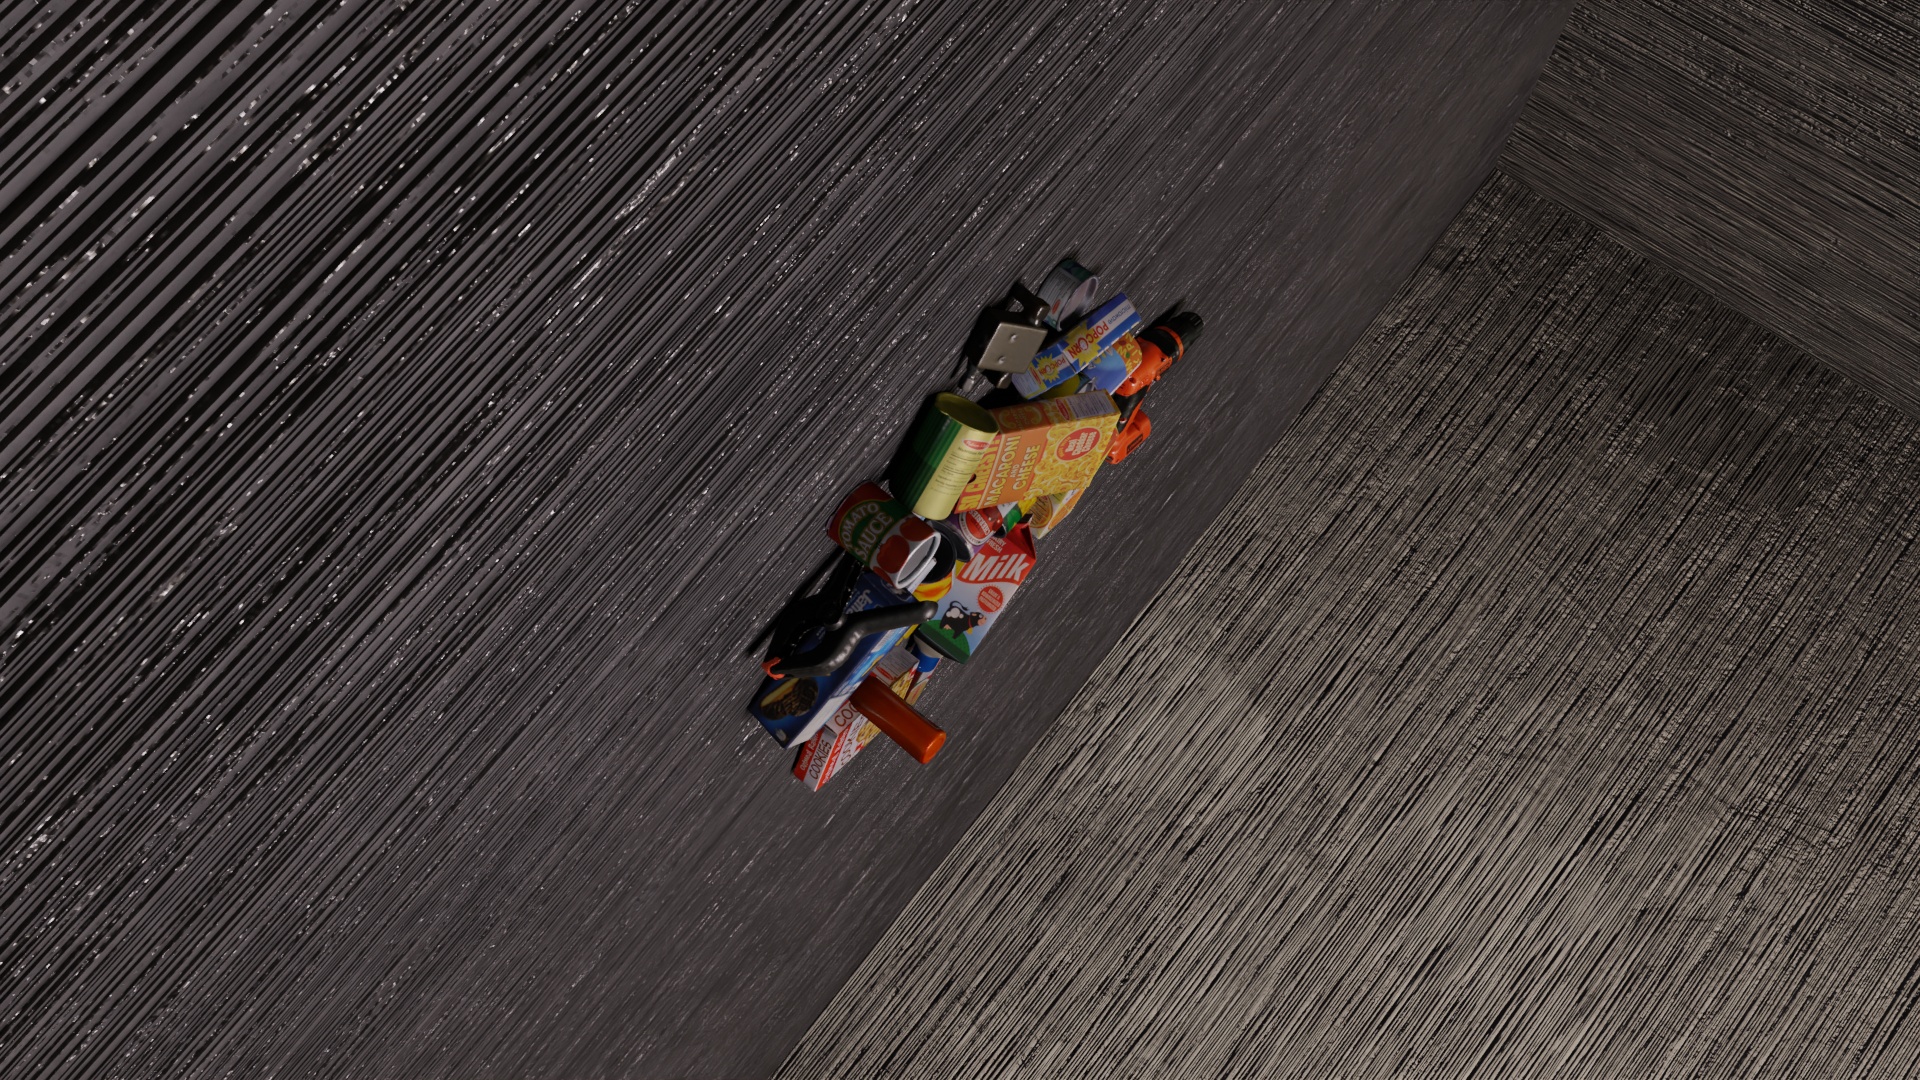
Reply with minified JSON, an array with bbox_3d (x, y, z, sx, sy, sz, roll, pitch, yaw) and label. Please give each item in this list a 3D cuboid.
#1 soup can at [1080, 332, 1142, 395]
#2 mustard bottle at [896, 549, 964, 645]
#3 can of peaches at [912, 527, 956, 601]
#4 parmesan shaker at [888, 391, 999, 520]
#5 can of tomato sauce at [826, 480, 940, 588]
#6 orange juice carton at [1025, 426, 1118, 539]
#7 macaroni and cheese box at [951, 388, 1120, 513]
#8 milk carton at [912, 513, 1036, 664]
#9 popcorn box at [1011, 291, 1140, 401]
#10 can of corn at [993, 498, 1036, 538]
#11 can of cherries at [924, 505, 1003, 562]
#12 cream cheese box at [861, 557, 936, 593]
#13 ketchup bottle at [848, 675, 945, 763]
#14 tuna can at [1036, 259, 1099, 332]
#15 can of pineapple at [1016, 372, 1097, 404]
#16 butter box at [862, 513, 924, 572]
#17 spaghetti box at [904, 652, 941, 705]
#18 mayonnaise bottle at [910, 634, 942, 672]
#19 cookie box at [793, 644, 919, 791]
[{"bbox_3d":[0.152,-0.196,1.556,0.084,0.071,0.071,-47,164,-25],"label":"soup can"},{"bbox_3d":[-0.057,0.067,1.558,0.160,0.049,0.065,-52,170,-1],"label":"mustard bottle"},{"bbox_3d":[-0.040,0.027,1.488,0.071,0.071,0.057,-48,165,-19],"label":"can of peaches"},{"bbox_3d":[-0.019,-0.079,1.303,0.102,0.071,0.071,-59,164,24],"label":"parmesan shaker"},{"bbox_3d":[-0.071,-0.005,1.279,0.071,0.083,0.071,-48,164,-18],"label":"can of tomato sauce"},{"bbox_3d":[0.121,-0.096,1.644,0.072,0.073,0.191,-39,165,-42],"label":"orange juice carton"},{"bbox_3d":[0.072,-0.093,1.452,0.167,0.040,0.123,-12,147,-23],"label":"macaroni and cheese box"},{"bbox_3d":[0.021,0.044,1.633,0.191,0.073,0.072,-55,-163,-11],"label":"milk carton"},{"bbox_3d":[0.117,-0.199,1.421,0.127,0.038,0.085,-41,-169,-37],"label":"popcorn box"},{"bbox_3d":[0.043,-0.045,1.569,0.058,0.071,0.071,-48,165,-19],"label":"can of corn"},{"bbox_3d":[0.005,-0.019,1.506,0.058,0.071,0.071,-47,164,-21],"label":"can of cherries"},{"bbox_3d":[-0.077,0.045,1.435,0.104,0.053,0.024,-51,167,-5],"label":"cream cheese box"},{"bbox_3d":[-0.085,0.188,1.553,0.043,0.149,0.064,-49,166,-13],"label":"ketchup bottle"},{"bbox_3d":[0.104,-0.241,1.363,0.071,0.033,0.070,-48,165,-18],"label":"tuna can"},{"bbox_3d":[0.103,-0.162,1.495,0.071,0.058,0.070,-48,165,-17],"label":"can of pineapple"},{"bbox_3d":[-0.067,-0.011,1.395,0.103,0.024,0.053,-52,166,-1],"label":"butter box"},{"bbox_3d":[-0.028,0.125,1.820,0.249,0.029,0.050,-60,164,26],"label":"spaghetti box"},{"bbox_3d":[-0.026,0.111,1.736,0.041,0.065,0.147,-42,166,-41],"label":"mayonnaise bottle"},{"bbox_3d":[-0.129,0.217,1.708,0.168,0.040,0.122,-40,160,-44],"label":"cookie box"}]
